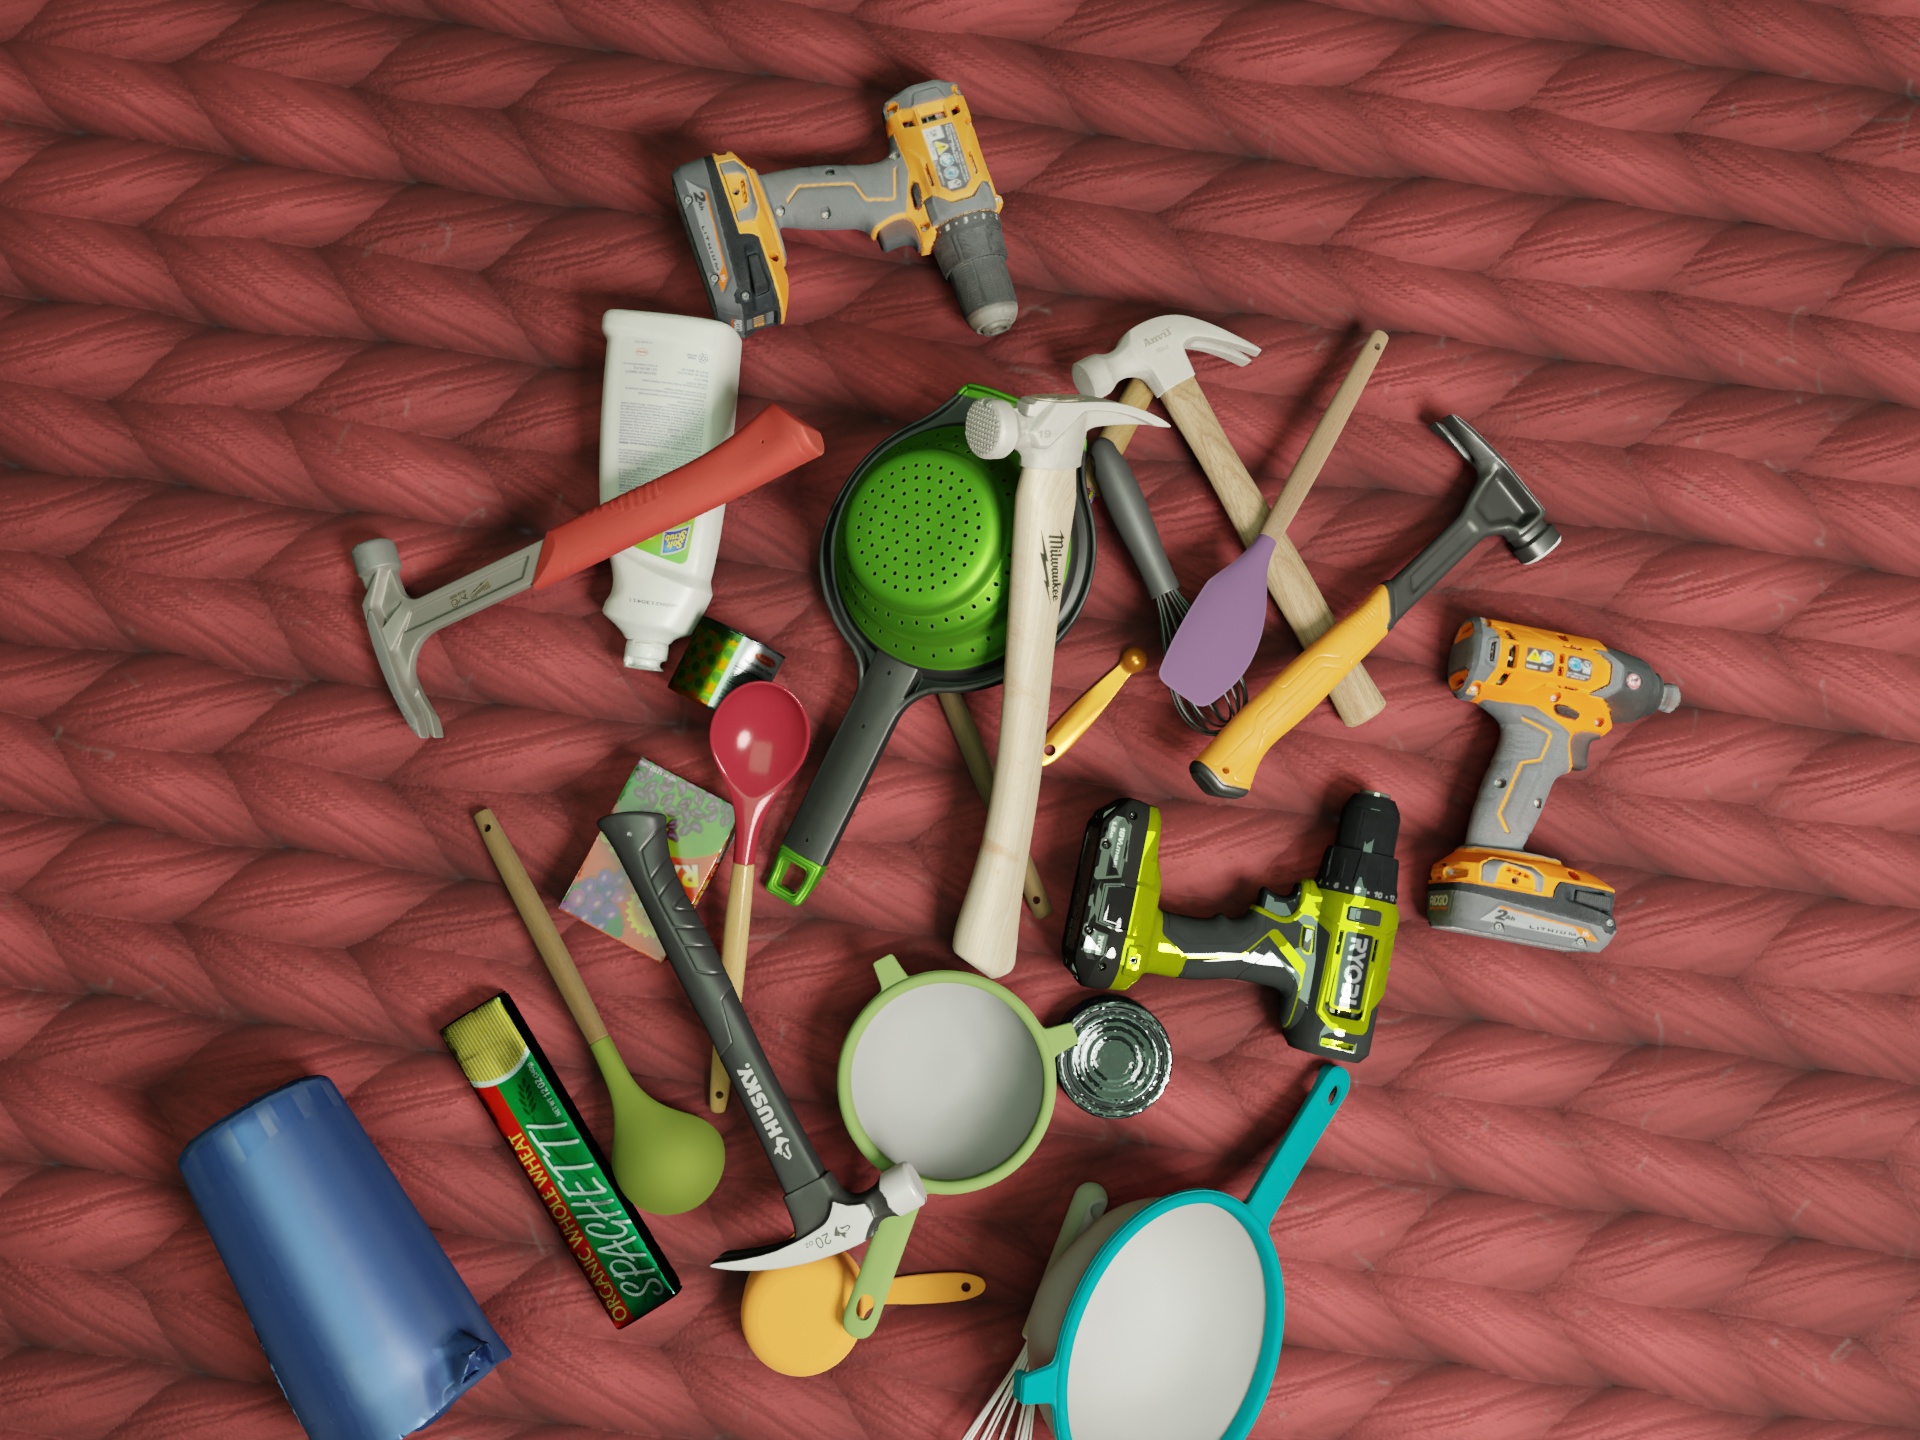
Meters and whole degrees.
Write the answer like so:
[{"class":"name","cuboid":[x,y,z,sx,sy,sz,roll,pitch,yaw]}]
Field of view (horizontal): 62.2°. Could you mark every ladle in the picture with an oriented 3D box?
[{"class":"ladle","cuboid":[-0.154,0.126,1.118,0.069,0.031,0.315,7,98,-6]},{"class":"ladle","cuboid":[-0.266,0.204,1.135,0.078,0.062,0.320,-30,81,0]}]

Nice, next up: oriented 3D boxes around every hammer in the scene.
[{"class":"hammer","cuboid":[0.052,-0.015,1.082,0.146,0.038,0.410,-9,115,-35]},{"class":"hammer","cuboid":[-0.256,-0.117,1.105,0.359,0.036,0.149,-22,86,14]},{"class":"hammer","cuboid":[0.217,-0.146,1.162,0.130,0.031,0.331,-31,92,-16]},{"class":"hammer","cuboid":[-0.163,0.210,1.082,0.146,0.035,0.335,-29,82,4]},{"class":"hammer","cuboid":[0.282,-0.072,1.136,0.337,0.034,0.127,-43,96,-14]}]

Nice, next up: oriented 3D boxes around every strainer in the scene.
[{"class":"strainer","cuboid":[0.154,0.368,1.108,0.340,0.095,0.210,-50,120,-25]},{"class":"strainer","cuboid":[-0.026,0.300,1.113,0.151,0.069,0.256,20,85,5]}]

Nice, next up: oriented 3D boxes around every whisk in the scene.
[{"class":"whisk","cuboid":[0.080,-0.152,1.167,0.051,0.047,0.245,30,81,-12]},{"class":"whisk","cuboid":[0.052,0.444,1.120,0.057,0.059,0.246,29,79,-38]},{"class":"whisk","cuboid":[0.148,-0.094,1.147,0.055,0.055,0.239,-25,93,-3]}]

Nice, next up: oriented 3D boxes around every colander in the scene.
[{"class":"colander","cuboid":[-0.051,-0.051,1.103,0.204,0.094,0.397,27,94,18]}]

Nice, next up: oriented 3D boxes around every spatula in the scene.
[{"class":"spatula","cuboid":[0.234,-0.150,1.141,0.059,0.018,0.316,32,78,-14]}]

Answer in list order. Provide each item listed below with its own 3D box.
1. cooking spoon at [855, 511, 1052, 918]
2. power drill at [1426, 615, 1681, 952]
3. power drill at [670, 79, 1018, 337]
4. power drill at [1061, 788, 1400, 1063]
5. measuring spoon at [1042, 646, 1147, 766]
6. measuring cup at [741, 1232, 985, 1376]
[{"class":"cooking spoon","cuboid":[-0.002,-0.004,1.163,0.069,0.017,0.319,-23,87,3]},{"class":"power drill","cuboid":[0.427,0.048,1.143,0.164,0.084,0.226,10,82,-2]},{"class":"power drill","cuboid":[-0.077,-0.347,1.157,0.226,0.084,0.185,-19,88,-7]},{"class":"power drill","cuboid":[0.200,0.127,1.132,0.228,0.080,0.190,12,86,-3]},{"class":"measuring spoon","cuboid":[0.095,-0.010,1.169,0.021,0.011,0.117,43,86,2]},{"class":"measuring cup","cuboid":[-0.068,0.408,1.113,0.173,0.052,0.095,-5,86,0]}]
